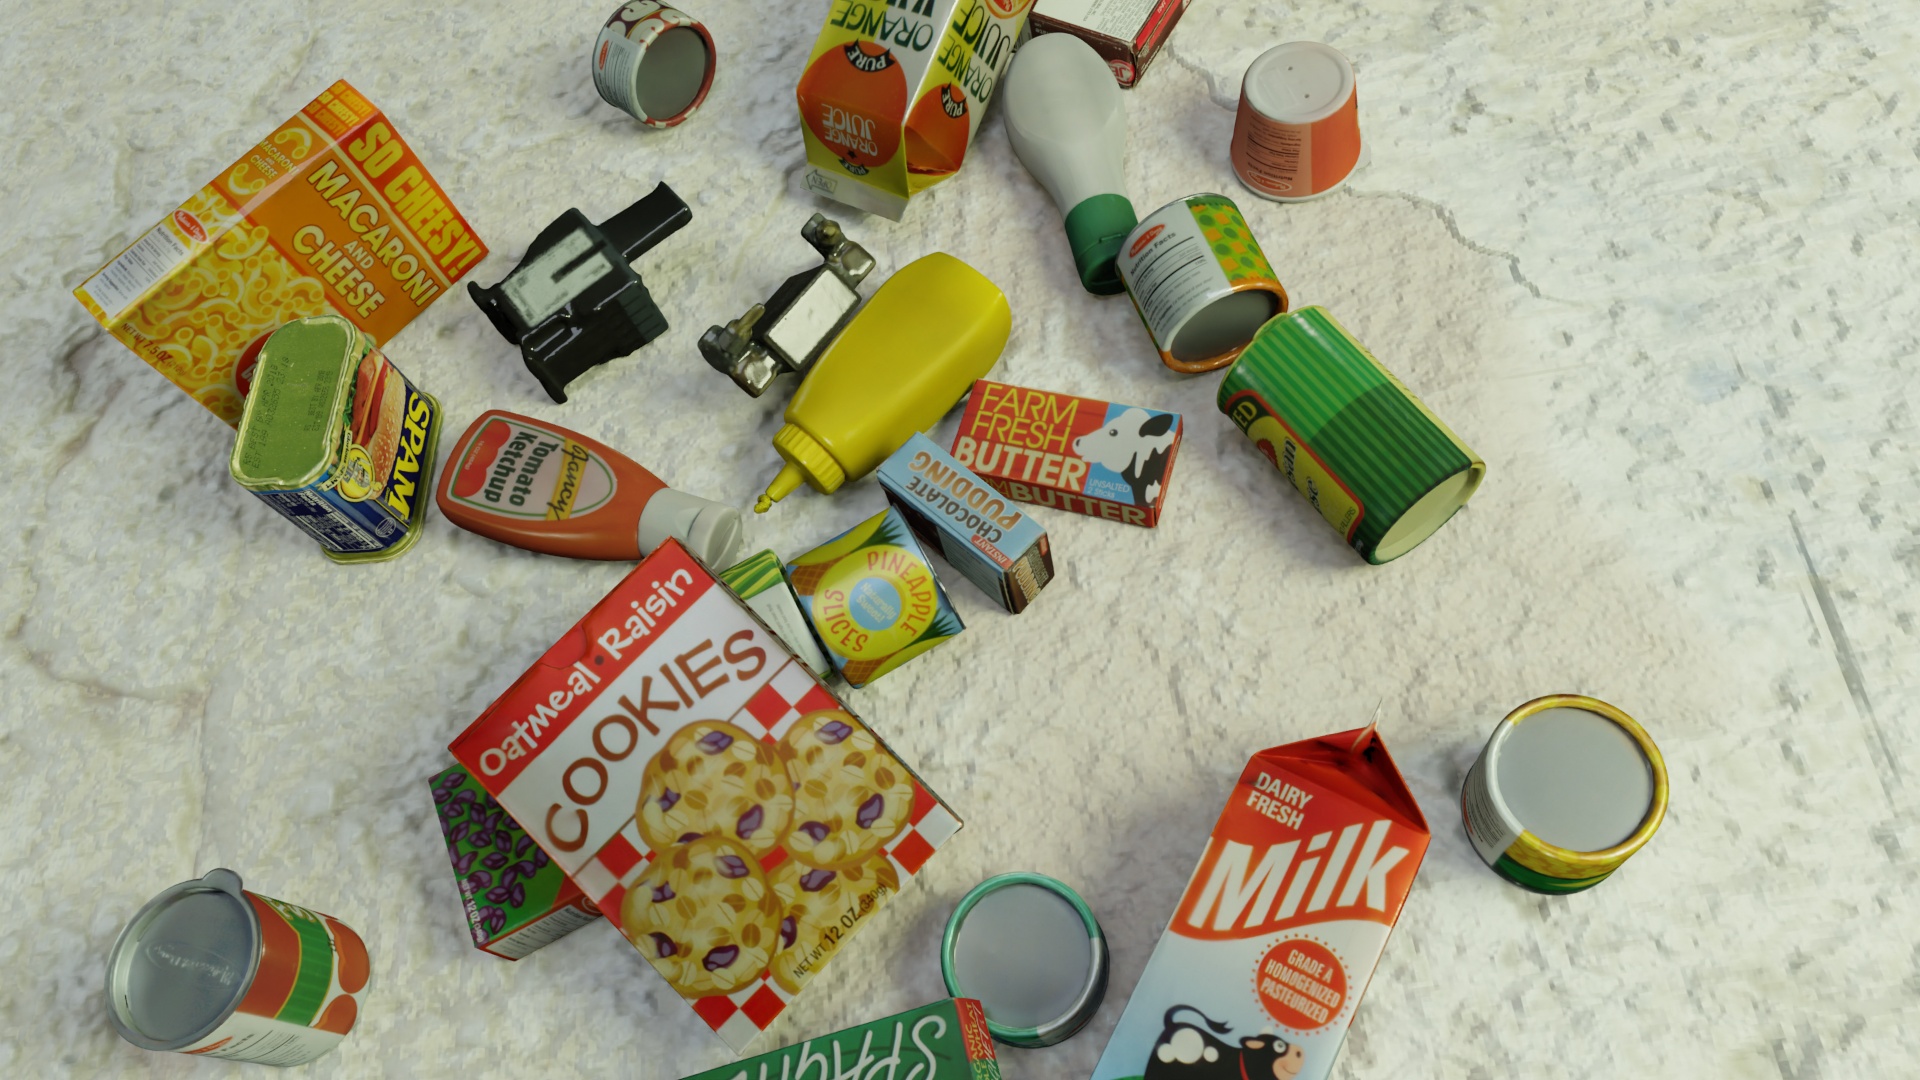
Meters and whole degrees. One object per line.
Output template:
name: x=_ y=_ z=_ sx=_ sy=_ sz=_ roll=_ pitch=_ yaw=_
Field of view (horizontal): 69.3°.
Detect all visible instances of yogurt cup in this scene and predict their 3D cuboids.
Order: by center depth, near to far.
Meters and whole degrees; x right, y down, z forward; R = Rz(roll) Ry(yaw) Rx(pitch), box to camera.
yogurt cup: x=0.171 y=-0.215 z=0.707 sx=0.072 sy=0.053 sz=0.072 roll=-5 pitch=64 yaw=9

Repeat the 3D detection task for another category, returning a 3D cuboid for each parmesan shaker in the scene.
parmesan shaker: x=0.171 y=-0.047 z=0.616 sx=0.071 sy=0.071 sz=0.103 roll=-34 pitch=64 yaw=-6

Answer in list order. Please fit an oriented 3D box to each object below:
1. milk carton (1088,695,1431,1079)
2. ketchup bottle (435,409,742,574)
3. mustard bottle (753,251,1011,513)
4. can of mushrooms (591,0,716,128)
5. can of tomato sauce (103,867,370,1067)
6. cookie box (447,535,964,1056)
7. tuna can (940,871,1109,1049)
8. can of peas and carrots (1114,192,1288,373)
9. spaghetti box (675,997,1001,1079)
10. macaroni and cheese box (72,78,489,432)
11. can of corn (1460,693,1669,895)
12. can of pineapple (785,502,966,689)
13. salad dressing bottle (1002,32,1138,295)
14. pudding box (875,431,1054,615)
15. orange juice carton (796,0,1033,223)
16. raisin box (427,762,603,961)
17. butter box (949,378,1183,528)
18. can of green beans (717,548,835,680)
milk carton: x=0.121 y=0.151 z=0.529 sx=0.073 sy=0.072 sz=0.191 roll=24 pitch=71 yaw=21
ketchup bottle: x=-0.180 y=-0.018 z=0.684 sx=0.149 sy=0.043 sz=0.065 roll=16 pitch=69 yaw=17
mustard bottle: x=-0.045 y=-0.070 z=0.681 sx=0.065 sy=0.048 sz=0.160 roll=38 pitch=77 yaw=25
can of mushrooms: x=-0.172 y=-0.273 z=0.794 sx=0.033 sy=0.070 sz=0.071 roll=34 pitch=75 yaw=23
can of tomato sauce: x=-0.301 y=0.182 z=0.587 sx=0.071 sy=0.082 sz=0.071 roll=-4 pitch=64 yaw=9
cookie box: x=-0.101 y=0.099 z=0.560 sx=0.167 sy=0.040 sz=0.123 roll=44 pitch=83 yaw=7
tuna can: x=0.024 y=0.168 z=0.561 sx=0.071 sy=0.032 sz=0.071 roll=-4 pitch=64 yaw=8
can of peas and carrots: x=0.117 y=-0.122 z=0.667 sx=0.071 sy=0.070 sz=0.059 roll=-22 pitch=63 yaw=0
spaghetti box: x=-0.104 y=0.235 z=0.537 sx=0.250 sy=0.028 sz=0.050 roll=-20 pitch=63 yaw=10
macaroni and cheese box: x=-0.348 y=-0.142 z=0.730 sx=0.040 sy=0.123 sz=0.167 roll=39 pitch=77 yaw=23
can of corn: x=0.236 y=0.099 z=0.541 sx=0.071 sy=0.058 sz=0.071 roll=-4 pitch=64 yaw=9
can of pineapple: x=-0.038 y=0.025 z=0.622 sx=0.058 sy=0.070 sz=0.071 roll=-30 pitch=63 yaw=-3
salad dressing bottle: x=0.062 y=-0.197 z=0.725 sx=0.064 sy=0.043 sz=0.148 roll=-14 pitch=64 yaw=1
pudding box: x=0.002 y=-0.008 z=0.641 sx=0.084 sy=0.049 sz=0.030 roll=38 pitch=75 yaw=24
orange juice carton: x=-0.021 y=-0.267 z=0.737 sx=0.072 sy=0.073 sz=0.192 roll=26 pitch=95 yaw=24
raisin box: x=-0.162 y=0.118 z=0.617 sx=0.123 sy=0.040 sz=0.086 roll=-28 pitch=62 yaw=-2
butter box: x=0.050 y=-0.043 z=0.663 sx=0.103 sy=0.024 sz=0.053 roll=12 pitch=67 yaw=15
can of green beans: x=-0.096 y=0.045 z=0.625 sx=0.058 sy=0.071 sz=0.071 roll=-27 pitch=63 yaw=-4
